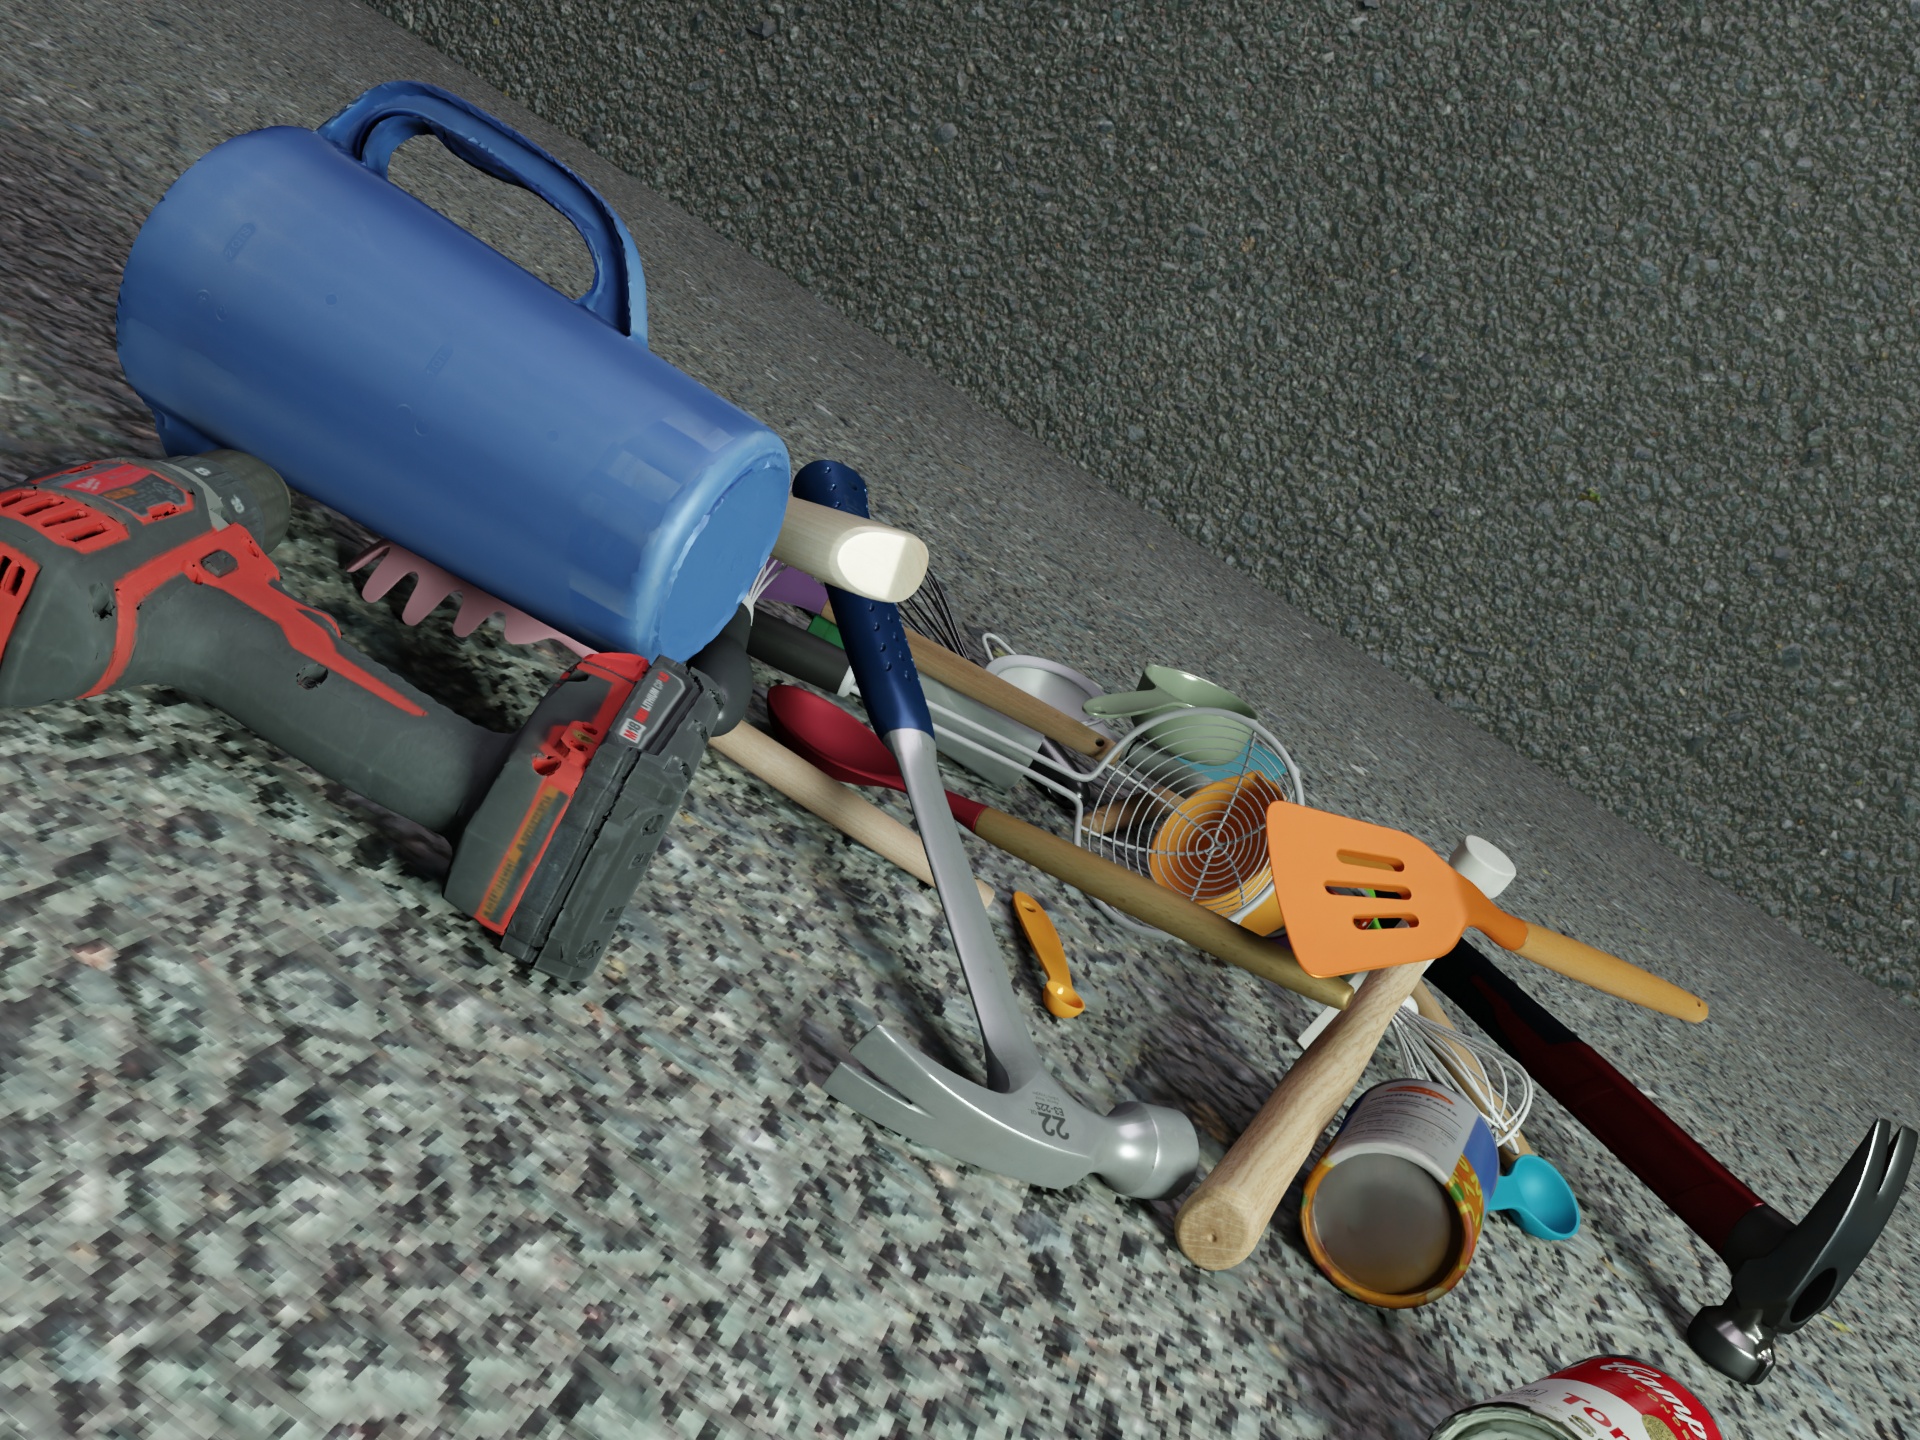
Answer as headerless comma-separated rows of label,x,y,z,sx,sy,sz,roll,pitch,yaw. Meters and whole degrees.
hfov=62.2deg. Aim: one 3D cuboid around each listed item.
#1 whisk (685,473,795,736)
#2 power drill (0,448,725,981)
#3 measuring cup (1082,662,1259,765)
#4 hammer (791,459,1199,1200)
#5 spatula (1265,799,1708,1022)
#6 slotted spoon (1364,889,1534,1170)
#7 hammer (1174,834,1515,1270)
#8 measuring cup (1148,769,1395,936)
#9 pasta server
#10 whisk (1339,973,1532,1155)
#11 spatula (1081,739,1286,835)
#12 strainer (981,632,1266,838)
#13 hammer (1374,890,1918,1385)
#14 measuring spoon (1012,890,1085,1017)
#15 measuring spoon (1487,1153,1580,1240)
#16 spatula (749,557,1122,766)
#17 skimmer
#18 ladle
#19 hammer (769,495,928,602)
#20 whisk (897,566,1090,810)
whisk,-0.110,-0.065,0.762,0.070,0.070,0.285,28,22,-17
power drill,-0.199,-0.021,0.534,0.226,0.080,0.188,27,16,-9
measuring cup,0.114,0.002,0.939,0.083,0.038,0.167,33,23,30
hammer,-0.023,0.015,0.677,0.144,0.035,0.406,20,33,-34
spatula,0.259,0.106,0.732,0.322,0.041,0.081,22,48,-38
slotted spoon,0.270,0.168,0.936,0.031,0.070,0.314,-15,30,-2
hammer,0.164,0.147,0.696,0.031,0.130,0.331,39,27,16
measuring cup,0.182,0.084,0.853,0.174,0.095,0.052,8,-33,49
pasta server,-0.120,0.003,0.707,0.316,0.040,0.060,34,15,-11
whisk,0.246,0.166,0.883,0.057,0.059,0.246,46,6,-18
spatula,0.141,0.042,1.063,0.082,0.044,0.317,31,15,19
strainer,0.100,0.017,0.998,0.087,0.050,0.259,-14,35,-43
hammer,0.345,0.178,0.898,0.038,0.143,0.387,22,14,-25
measuring spoon,0.037,0.106,0.728,0.021,0.011,0.117,28,12,-15
measuring spoon,0.242,0.226,0.751,0.128,0.021,0.042,13,46,-30
spatula,-0.051,-0.055,0.886,0.316,0.060,0.018,28,-25,2
skimmer,-0.001,-0.003,0.826,0.363,0.127,0.090,25,-10,-1
ladle,0.032,0.055,0.721,0.316,0.031,0.069,25,13,28
hammer,-0.191,-0.135,0.773,0.411,0.038,0.146,22,10,24
whisk,0.004,-0.031,0.996,0.239,0.055,0.055,49,21,26
